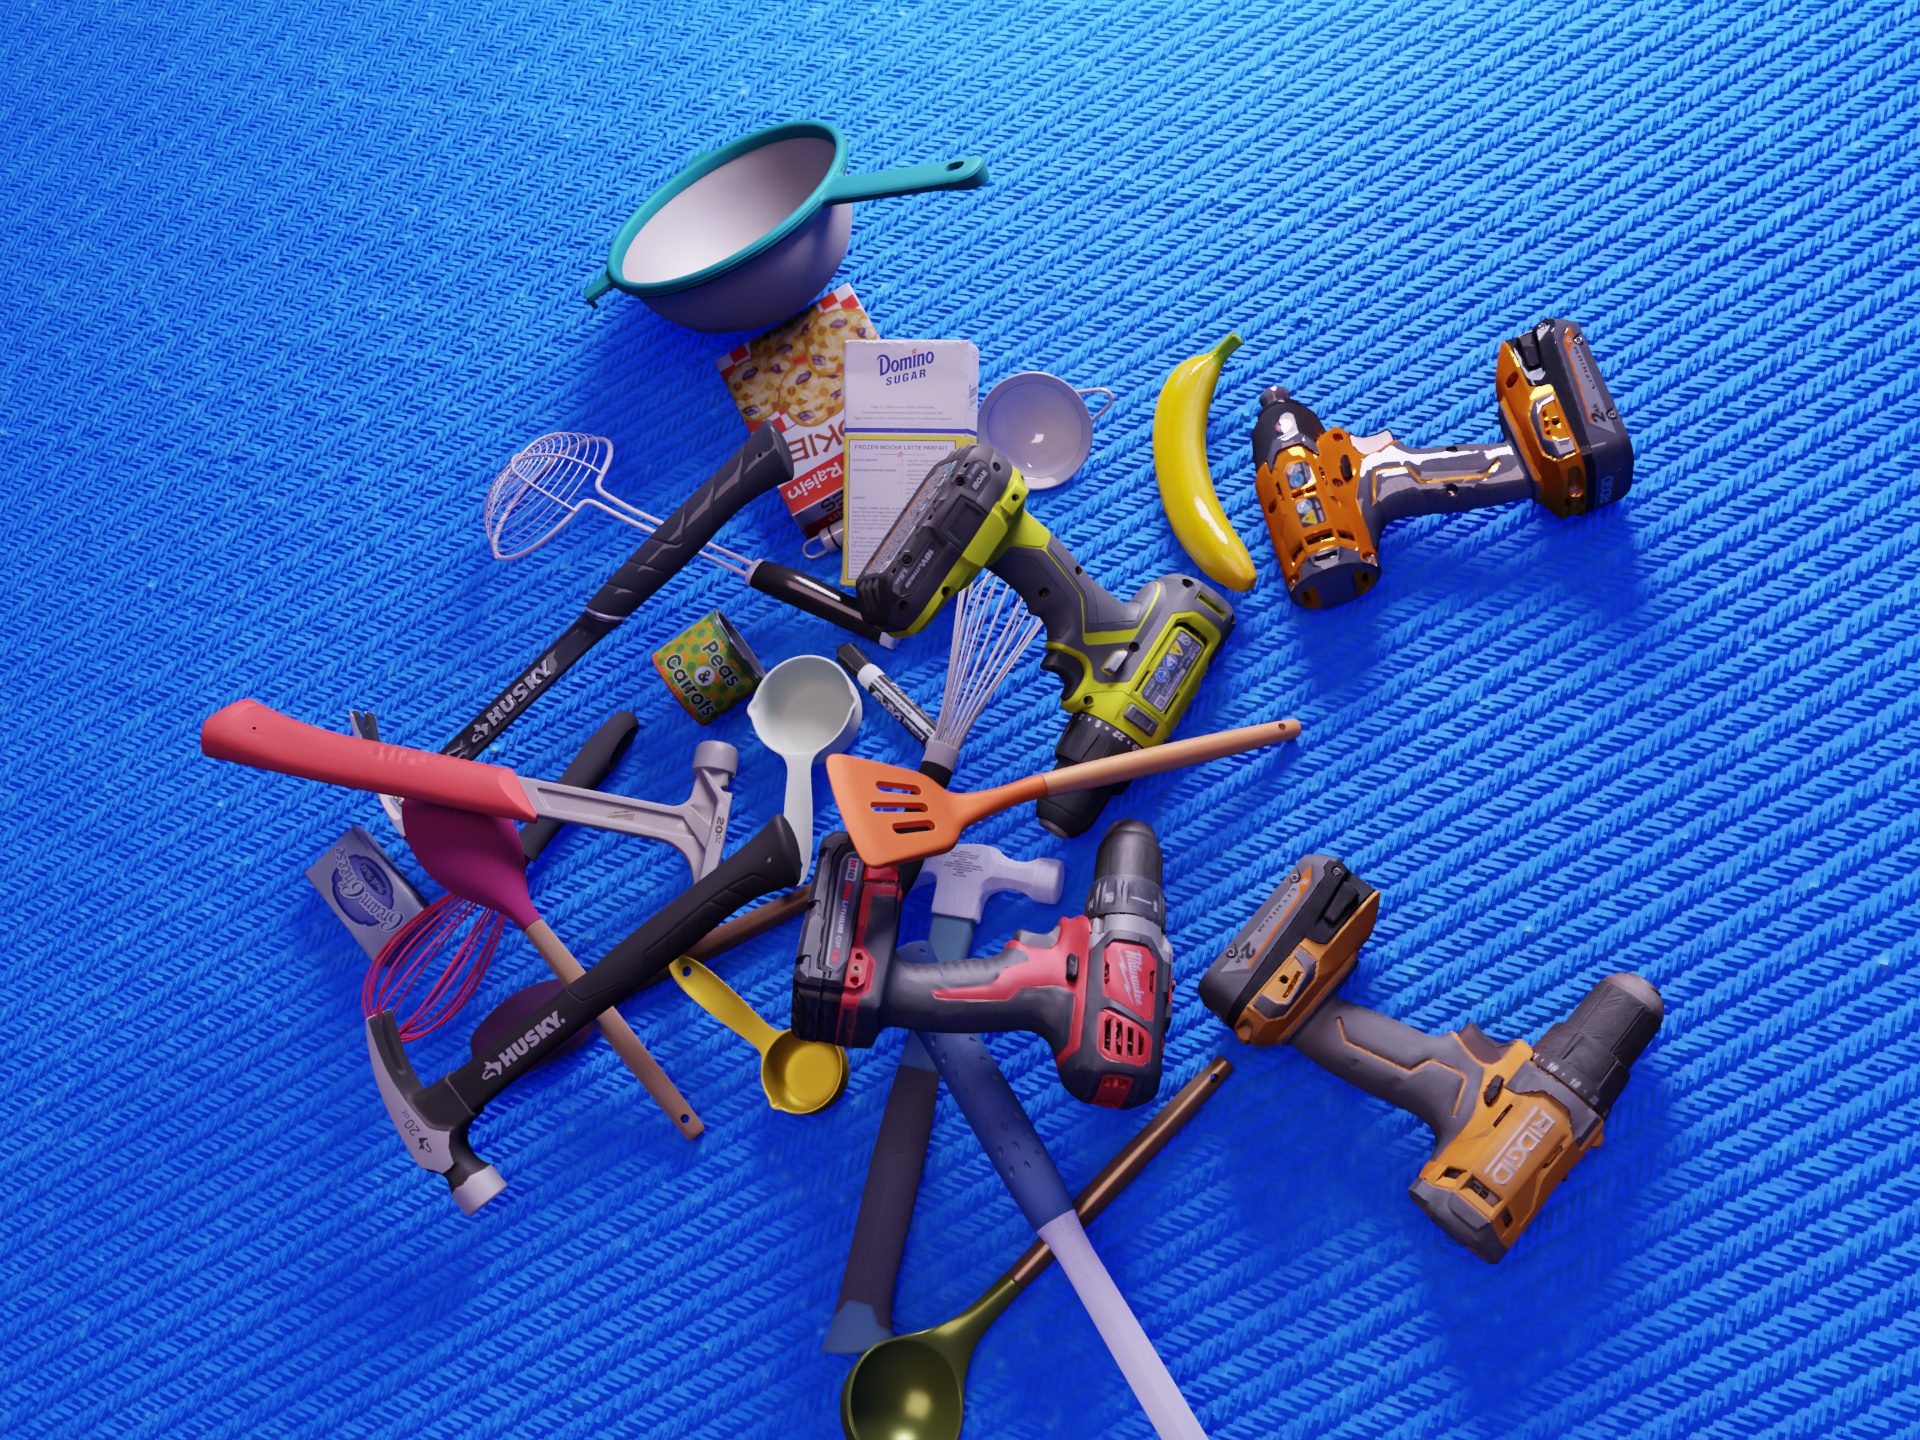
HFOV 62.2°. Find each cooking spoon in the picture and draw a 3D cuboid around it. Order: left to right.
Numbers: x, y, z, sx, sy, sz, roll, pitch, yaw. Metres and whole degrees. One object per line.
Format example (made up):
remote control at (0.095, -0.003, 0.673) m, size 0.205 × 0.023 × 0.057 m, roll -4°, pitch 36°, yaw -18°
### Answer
cooking spoon at (-0.279, 0.161, 1.095) m, size 0.069 × 0.017 × 0.319 m, roll -38°, pitch 78°, yaw -17°

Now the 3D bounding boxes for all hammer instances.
hammer at (-0.341, 0.054, 1.101) m, size 0.359 × 0.036 × 0.149 m, roll 11°, pitch 65°, yaw -4°
hammer at (-0.276, -0.068, 1.161) m, size 0.409 × 0.036 × 0.149 m, roll -43°, pitch 80°, yaw 6°
hammer at (-0.242, 0.173, 1.053) m, size 0.335 × 0.035 × 0.146 m, roll -38°, pitch 87°, yaw 5°
hammer at (-0.028, 0.239, 1.025) m, size 0.128 × 0.033 × 0.331 m, roll 8°, pitch 73°, yaw 18°
hammer at (0.067, 0.299, 0.930) m, size 0.144 × 0.035 × 0.406 m, roll -30°, pitch 63°, yaw -7°

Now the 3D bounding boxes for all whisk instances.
whisk at (-0.328, 0.111, 1.146) m, size 0.073 × 0.073 × 0.296 m, roll 30°, pitch 75°, yaw 24°
whisk at (-0.002, -0.004, 1.078) m, size 0.070 × 0.070 × 0.285 m, roll 15°, pitch 71°, yaw 20°

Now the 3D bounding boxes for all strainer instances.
strainer at (-0.111, -0.365, 1.210) m, size 0.340 × 0.095 × 0.211 m, roll 4°, pitch 52°, yaw 34°
strainer at (-0.005, -0.183, 1.173) m, size 0.258 × 0.050 × 0.086 m, roll -26°, pitch 106°, yaw 11°

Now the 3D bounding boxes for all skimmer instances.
skimmer at (-0.205, -0.123, 1.213) m, size 0.363 × 0.090 × 0.127 m, roll 25°, pitch 67°, yaw 12°

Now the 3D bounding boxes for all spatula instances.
spatula at (-0.205, 0.169, 1.109) m, size 0.316 × 0.018 × 0.060 m, roll -26°, pitch 65°, yaw 6°
spatula at (0.075, 0.032, 0.993) m, size 0.322 × 0.041 × 0.081 m, roll -12°, pitch 59°, yaw -19°

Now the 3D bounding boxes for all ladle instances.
ladle at (0.053, 0.322, 0.959) m, size 0.320 × 0.062 × 0.078 m, roll -44°, pitch 90°, yaw -7°

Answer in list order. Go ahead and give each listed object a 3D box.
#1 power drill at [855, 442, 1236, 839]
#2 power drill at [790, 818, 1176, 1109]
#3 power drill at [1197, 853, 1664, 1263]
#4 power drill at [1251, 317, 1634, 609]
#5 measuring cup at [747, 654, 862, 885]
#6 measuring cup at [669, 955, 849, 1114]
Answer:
power drill at (0.049, -0.051, 1.035) m, size 0.228 × 0.080 × 0.190 m, roll 36°, pitch 80°, yaw -17°
power drill at (0.020, 0.130, 0.975) m, size 0.226 × 0.080 × 0.188 m, roll 10°, pitch 53°, yaw -1°
power drill at (0.278, 0.174, 0.938) m, size 0.226 × 0.084 × 0.185 m, roll 39°, pitch 84°, yaw 20°
power drill at (0.309, -0.183, 1.063) m, size 0.226 × 0.084 × 0.164 m, roll -18°, pitch 66°, yaw 13°
measuring cup at (-0.107, 0.038, 1.121) m, size 0.083 × 0.038 × 0.168 m, roll -5°, pitch 71°, yaw 14°
measuring cup at (-0.137, 0.207, 1.072) m, size 0.157 × 0.029 × 0.062 m, roll 34°, pitch 82°, yaw 26°
